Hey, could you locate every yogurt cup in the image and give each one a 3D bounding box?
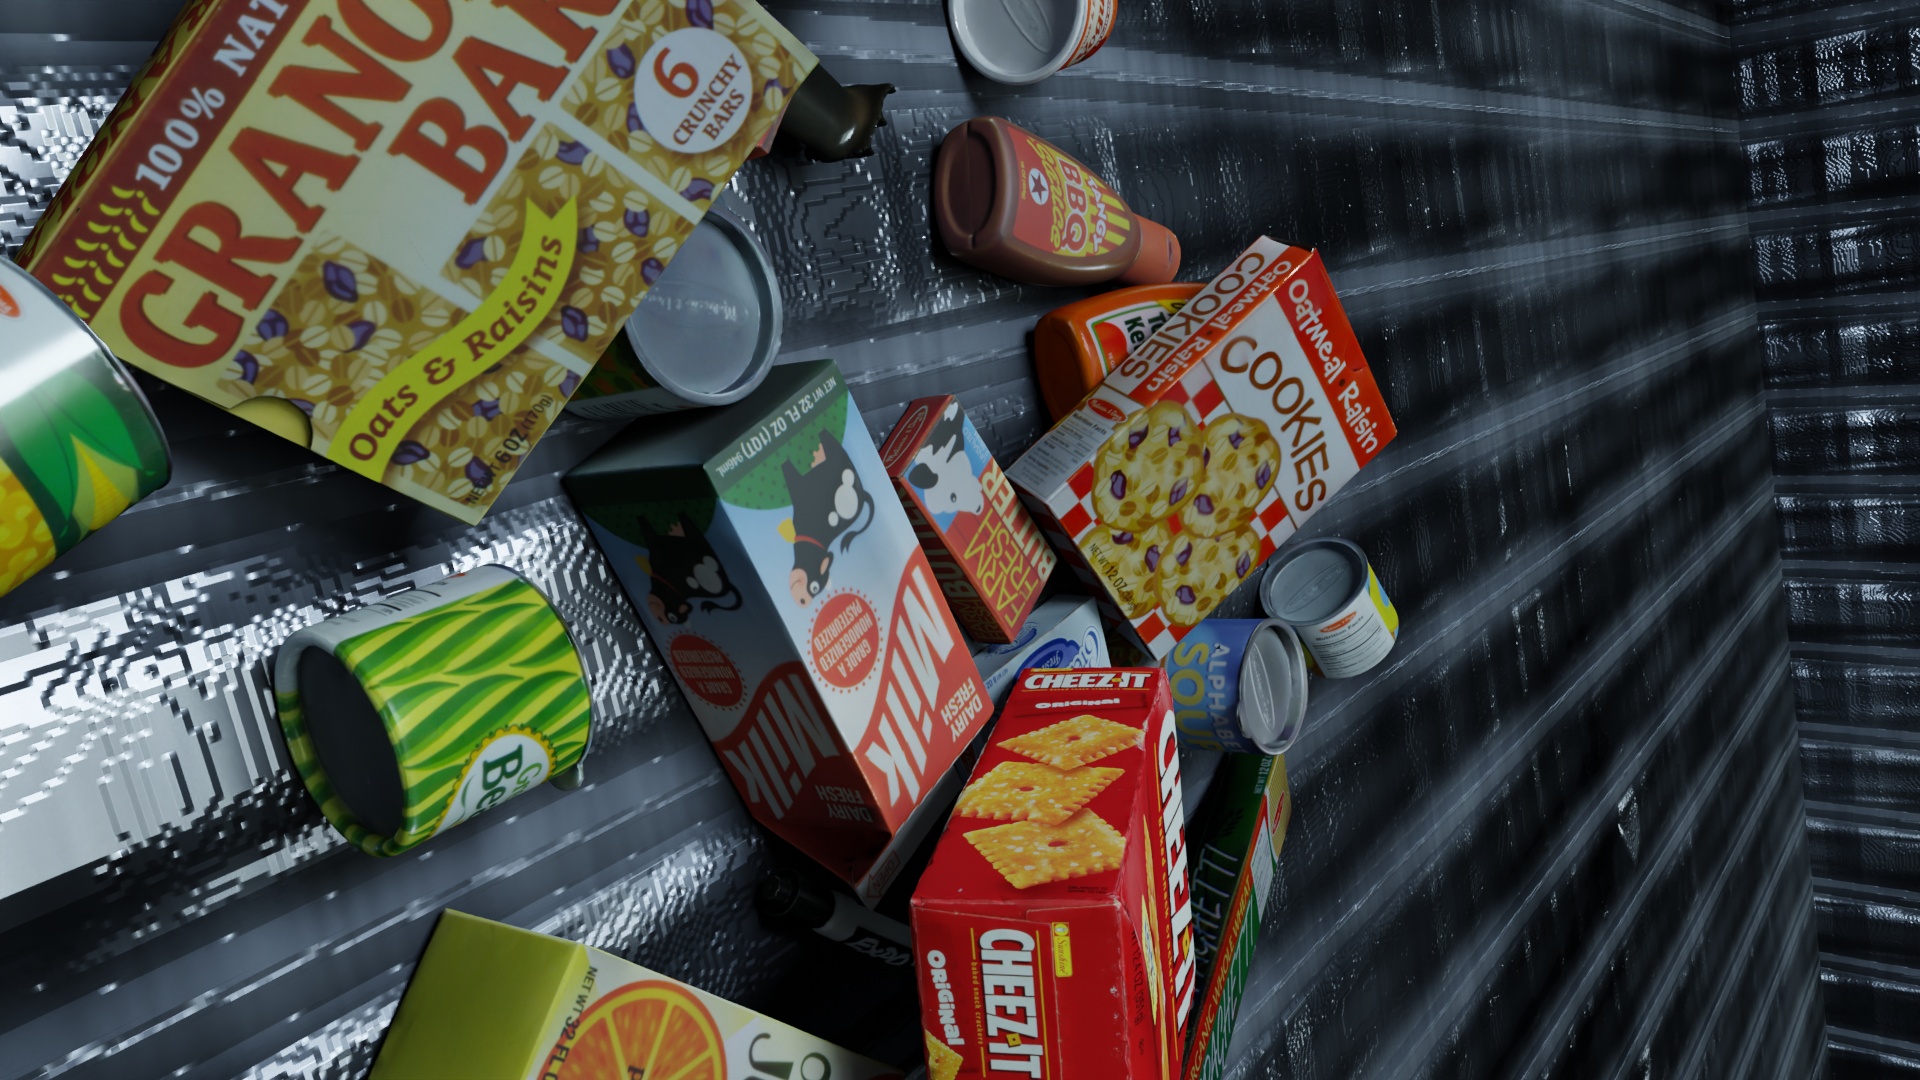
[{"bbox_3d":[0.036,-0.242,0.627,0.054,0.072,0.072,-32,113,-55],"label":"yogurt cup"}]

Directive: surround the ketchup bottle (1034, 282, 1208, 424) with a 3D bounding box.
[{"bbox_3d":[0.107,-0.099,0.684,0.149,0.043,0.064,-21,104,-30],"label":"ketchup bottle"}]

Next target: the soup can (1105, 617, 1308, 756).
[{"bbox_3d":[0.118,0.072,0.689,0.071,0.083,0.071,5,84,-50],"label":"soup can"}]

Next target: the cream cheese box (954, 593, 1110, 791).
[{"bbox_3d":[0.031,0.069,0.631,0.104,0.024,0.053,-33,114,-46],"label":"cream cheese box"}]

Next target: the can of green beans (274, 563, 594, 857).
[{"bbox_3d":[-0.146,0.046,0.386,0.058,0.071,0.071,-25,107,-48],"label":"can of green beans"}]

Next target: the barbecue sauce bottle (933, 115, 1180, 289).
[{"bbox_3d":[0.050,-0.148,0.653,0.149,0.043,0.065,6,79,-50],"label":"barbecue sauce bottle"}]

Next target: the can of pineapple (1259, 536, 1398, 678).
[{"bbox_3d":[0.220,0.039,0.829,0.057,0.071,0.071,51,52,-37],"label":"can of pineapple"}]

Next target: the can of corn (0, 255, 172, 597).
[{"bbox_3d":[-0.220,-0.019,0.303,0.058,0.071,0.071,-51,125,-38],"label":"can of corn"}]

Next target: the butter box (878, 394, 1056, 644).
[{"bbox_3d":[0.002,-0.008,0.601,0.103,0.024,0.053,56,48,-32],"label":"butter box"}]

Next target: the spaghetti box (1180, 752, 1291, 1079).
[{"bbox_3d":[0.128,0.193,0.693,0.251,0.028,0.050,-53,135,-53],"label":"spaghetti box"}]

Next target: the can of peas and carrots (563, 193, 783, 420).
[{"bbox_3d":[-0.102,-0.076,0.453,0.071,0.058,0.071,5,83,-50],"label":"can of peas and carrots"}]

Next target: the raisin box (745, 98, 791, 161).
[{"bbox_3d":[-0.121,-0.160,0.414,0.123,0.086,0.040,42,56,-41],"label":"raisin box"}]

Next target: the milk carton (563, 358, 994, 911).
[{"bbox_3d":[-0.051,0.038,0.495,0.073,0.073,0.190,-47,123,-41],"label":"milk carton"}]

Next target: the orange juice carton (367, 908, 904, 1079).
[{"bbox_3d":[-0.086,0.186,0.444,0.192,0.073,0.072,41,58,-41],"label":"orange juice carton"}]

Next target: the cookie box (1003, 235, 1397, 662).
[{"bbox_3d":[0.118,-0.041,0.651,0.167,0.040,0.122,-43,128,-6],"label":"cookie box"}]

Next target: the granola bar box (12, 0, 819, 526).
[{"bbox_3d":[-0.134,-0.099,0.357,0.124,0.039,0.165,33,98,-40],"label":"granola bar box"}]
